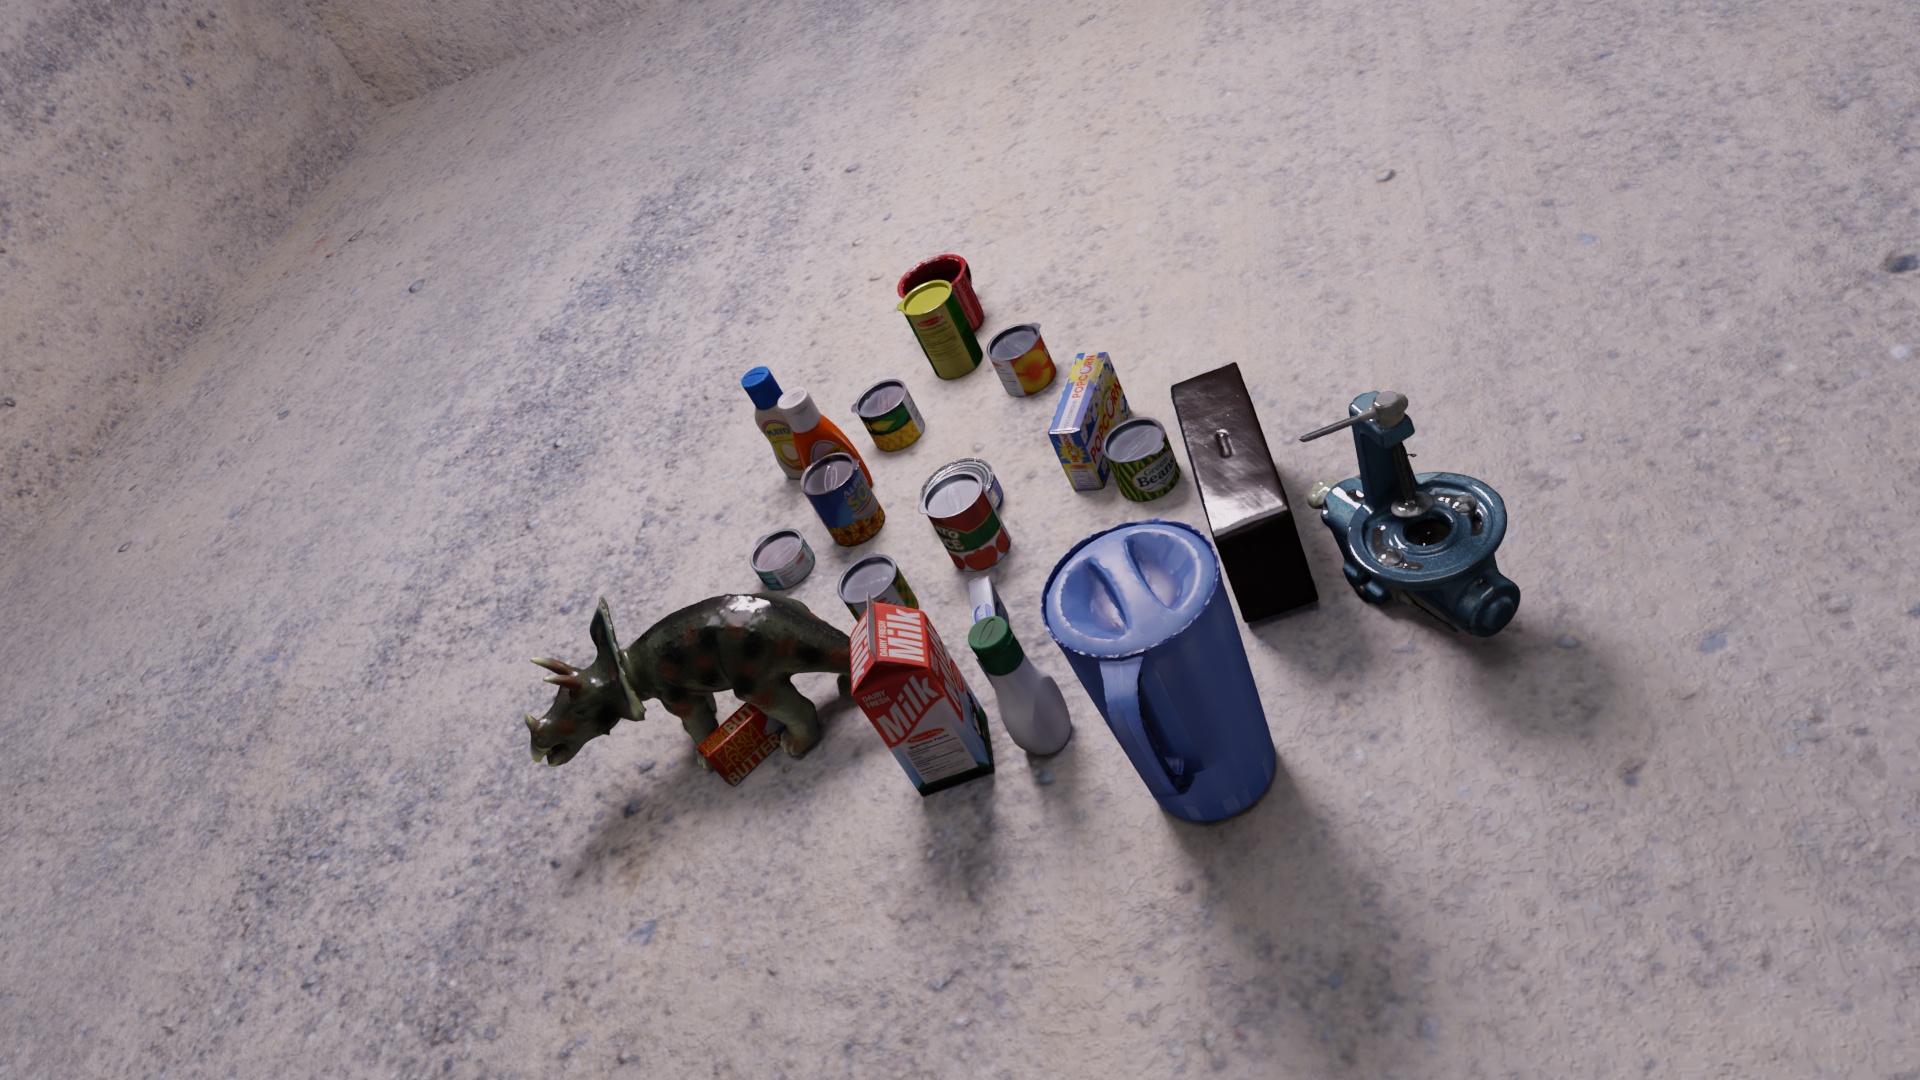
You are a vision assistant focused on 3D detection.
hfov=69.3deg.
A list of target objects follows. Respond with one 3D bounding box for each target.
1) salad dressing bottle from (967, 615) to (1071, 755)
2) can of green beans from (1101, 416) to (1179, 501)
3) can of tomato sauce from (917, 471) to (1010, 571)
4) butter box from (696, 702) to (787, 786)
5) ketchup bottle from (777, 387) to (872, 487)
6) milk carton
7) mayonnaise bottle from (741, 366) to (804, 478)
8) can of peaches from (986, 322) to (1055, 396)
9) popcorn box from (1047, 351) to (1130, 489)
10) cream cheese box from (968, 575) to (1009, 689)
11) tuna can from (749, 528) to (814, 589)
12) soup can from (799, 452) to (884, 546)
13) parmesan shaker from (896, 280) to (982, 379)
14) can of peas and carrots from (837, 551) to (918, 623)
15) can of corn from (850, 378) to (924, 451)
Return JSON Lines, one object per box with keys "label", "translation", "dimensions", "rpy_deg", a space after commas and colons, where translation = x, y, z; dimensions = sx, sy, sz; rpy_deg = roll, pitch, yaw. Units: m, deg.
{"label": "salad dressing bottle", "translation": [0.050, 0.124, 1.190], "dimensions": [0.044, 0.147, 0.064], "rpy_deg": [1, 48, 32]}
{"label": "can of green beans", "translation": [0.183, -0.082, 1.407], "dimensions": [0.071, 0.057, 0.071], "rpy_deg": [-17, 40, 15]}
{"label": "can of tomato sauce", "translation": [0.005, -0.018, 1.424], "dimensions": [0.071, 0.082, 0.071], "rpy_deg": [-17, 40, 15]}
{"label": "butter box", "translation": [-0.201, 0.185, 1.348], "dimensions": [0.104, 0.053, 0.024], "rpy_deg": [-43, 41, -17]}
{"label": "ketchup bottle", "translation": [-0.157, -0.107, 1.566], "dimensions": [0.065, 0.148, 0.044], "rpy_deg": [-30, 39, -2]}
{"label": "milk carton", "translation": [-0.041, 0.130, 1.204], "dimensions": [0.073, 0.189, 0.073], "rpy_deg": [-21, 39, 10]}
{"label": "mayonnaise bottle", "translation": [-0.208, -0.138, 1.630], "dimensions": [0.064, 0.147, 0.041], "rpy_deg": [-7, 44, 26]}
{"label": "can of peaches", "translation": [0.073, -0.211, 1.614], "dimensions": [0.071, 0.057, 0.071], "rpy_deg": [-17, 40, 15]}
{"label": "popcorn box", "translation": [0.136, -0.126, 1.462], "dimensions": [0.038, 0.085, 0.127], "rpy_deg": [-3, 45, 28]}
{"label": "cream cheese box", "translation": [0.030, 0.088, 1.317], "dimensions": [0.024, 0.053, 0.104], "rpy_deg": [-20, 40, 12]}
{"label": "tuna can", "translation": [-0.199, 0.020, 1.544], "dimensions": [0.071, 0.032, 0.071], "rpy_deg": [-17, 40, 15]}
{"label": "soup can", "translation": [-0.127, -0.045, 1.532], "dimensions": [0.071, 0.083, 0.072], "rpy_deg": [-17, 40, 15]}
{"label": "parmesan shaker", "translation": [-0.024, -0.254, 1.684], "dimensions": [0.071, 0.102, 0.072], "rpy_deg": [-17, 40, 15]}
{"label": "can of peas and carrots", "translation": [-0.084, 0.056, 1.416], "dimensions": [0.071, 0.058, 0.071], "rpy_deg": [-17, 40, 15]}
{"label": "can of corn", "translation": [-0.085, -0.146, 1.638], "dimensions": [0.071, 0.058, 0.071], "rpy_deg": [-17, 40, 15]}
